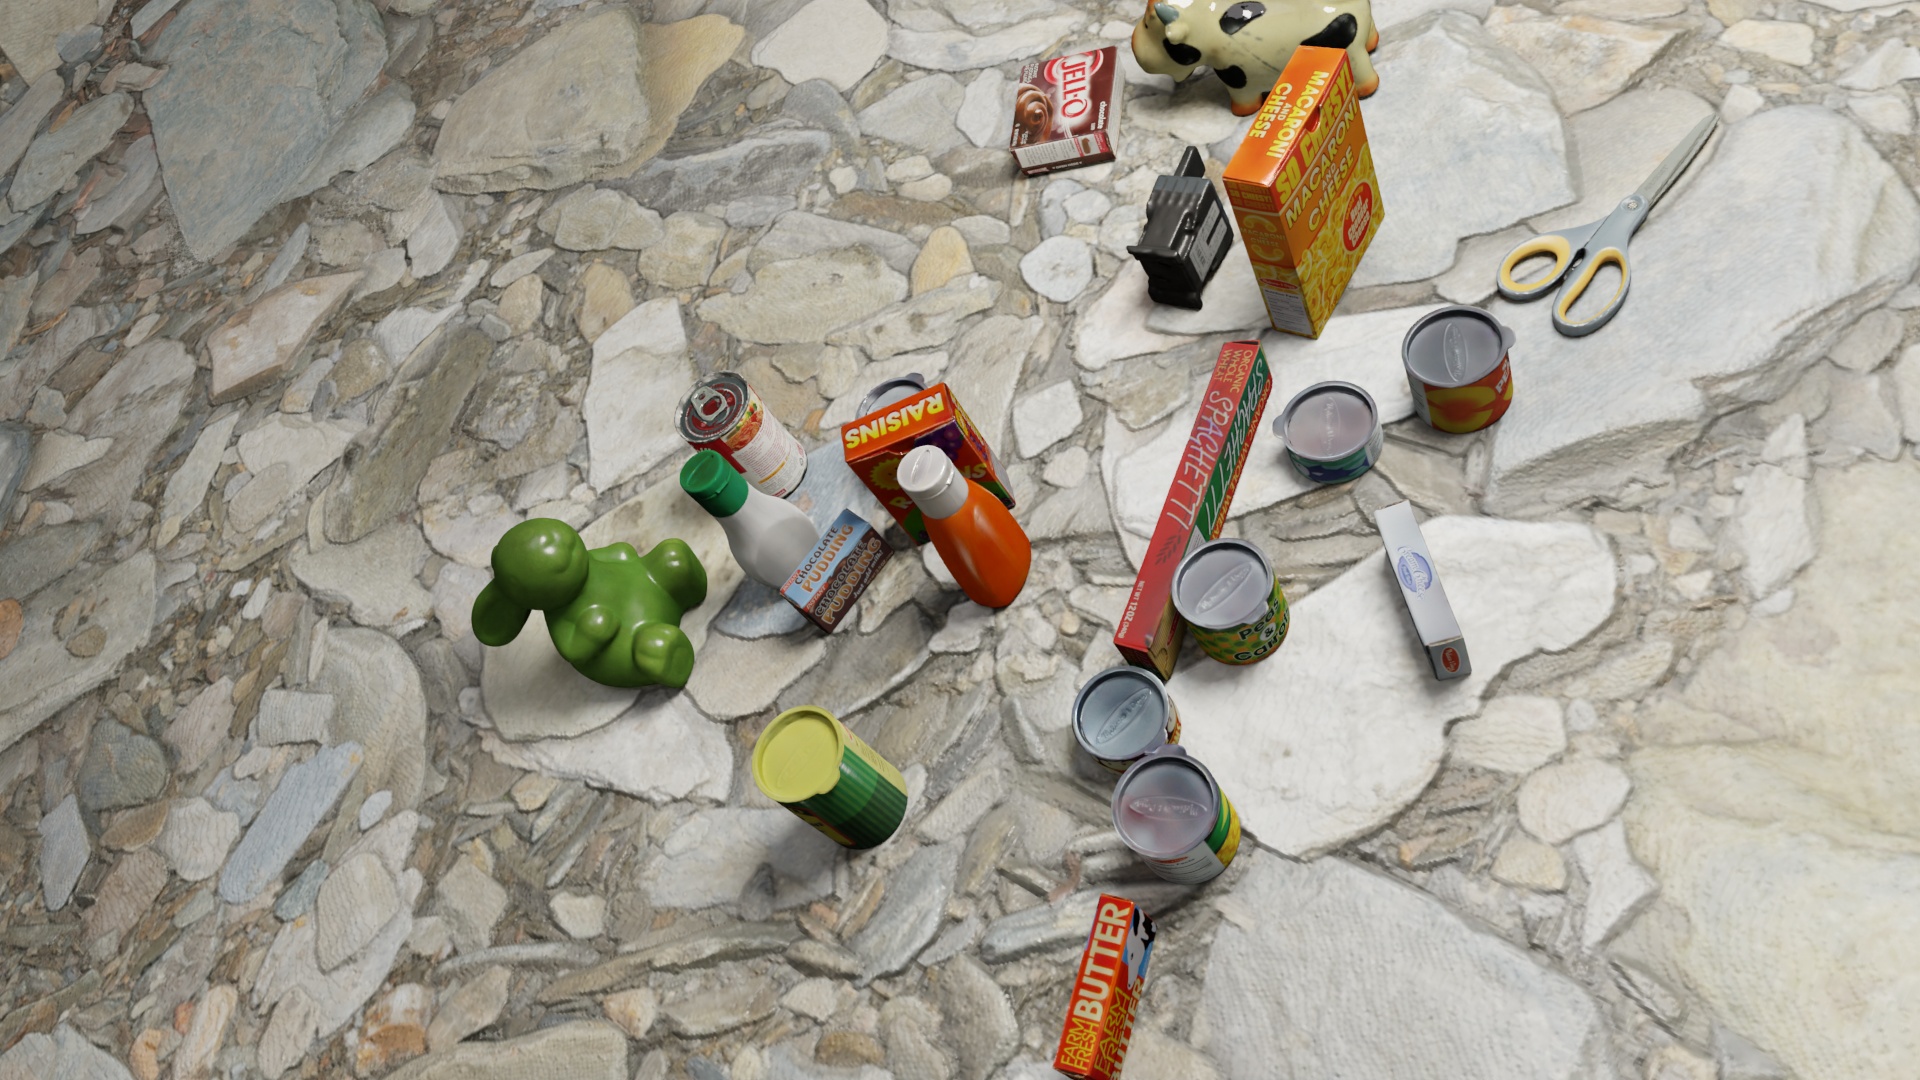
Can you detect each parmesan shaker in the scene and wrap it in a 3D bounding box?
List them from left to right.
[{"bbox_3d":[-0.084,0.162,0.928,0.071,0.102,0.071,-12,56,19],"label":"parmesan shaker"}]

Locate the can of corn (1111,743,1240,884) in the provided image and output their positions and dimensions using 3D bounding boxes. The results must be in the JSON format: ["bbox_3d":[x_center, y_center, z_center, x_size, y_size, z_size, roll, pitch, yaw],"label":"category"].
[{"bbox_3d":[0.133,0.168,0.848,0.071,0.058,0.071,-12,56,19],"label":"can of corn"}]

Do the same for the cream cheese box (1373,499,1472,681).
[{"bbox_3d":[0.287,0.031,0.863,0.024,0.053,0.104,-20,54,14],"label":"cream cheese box"}]

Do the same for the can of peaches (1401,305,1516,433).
[{"bbox_3d":[0.335,-0.114,0.928,0.071,0.058,0.071,-12,56,19],"label":"can of peaches"}]

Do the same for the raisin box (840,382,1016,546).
[{"bbox_3d":[-0.023,-0.053,1.022,0.086,0.123,0.040,-21,54,13],"label":"raisin box"}]

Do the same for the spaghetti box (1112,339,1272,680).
[{"bbox_3d":[0.165,-0.026,0.960,0.029,0.050,0.251,10,65,31],"label":"spaghetti box"}]

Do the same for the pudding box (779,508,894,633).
[{"bbox_3d":[-0.094,0.023,1.055,0.030,0.049,0.084,30,76,36],"label":"pudding box"}]

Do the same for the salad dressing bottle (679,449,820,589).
[{"bbox_3d":[-0.157,-0.015,1.047,0.044,0.147,0.064,31,77,37],"label":"salad dressing bottle"}]

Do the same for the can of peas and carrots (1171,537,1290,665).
[{"bbox_3d":[0.179,0.042,0.905,0.071,0.058,0.071,-12,56,19],"label":"can of peas and carrots"}]

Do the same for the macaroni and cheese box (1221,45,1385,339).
[{"bbox_3d":[0.247,-0.243,0.983,0.040,0.166,0.124,20,71,34],"label":"macaroni and cheese box"}]

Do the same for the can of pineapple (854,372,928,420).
[{"bbox_3d":[-0.040,-0.087,1.093,0.071,0.057,0.071,-12,56,19],"label":"can of pineapple"}]

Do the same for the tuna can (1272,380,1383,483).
[{"bbox_3d":[0.254,-0.074,0.959,0.071,0.032,0.071,-12,56,19],"label":"tuna can"}]

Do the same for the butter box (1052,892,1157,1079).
[{"bbox_3d":[0.086,0.265,0.813,0.024,0.053,0.104,6,63,29],"label":"butter box"}]

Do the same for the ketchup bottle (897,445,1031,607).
[{"bbox_3d":[0.003,-0.012,0.967,0.043,0.148,0.065,6,64,29],"label":"ketchup bottle"}]

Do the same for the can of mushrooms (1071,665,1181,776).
[{"bbox_3d":[0.110,0.120,0.905,0.071,0.033,0.071,-12,56,19],"label":"can of mushrooms"}]
